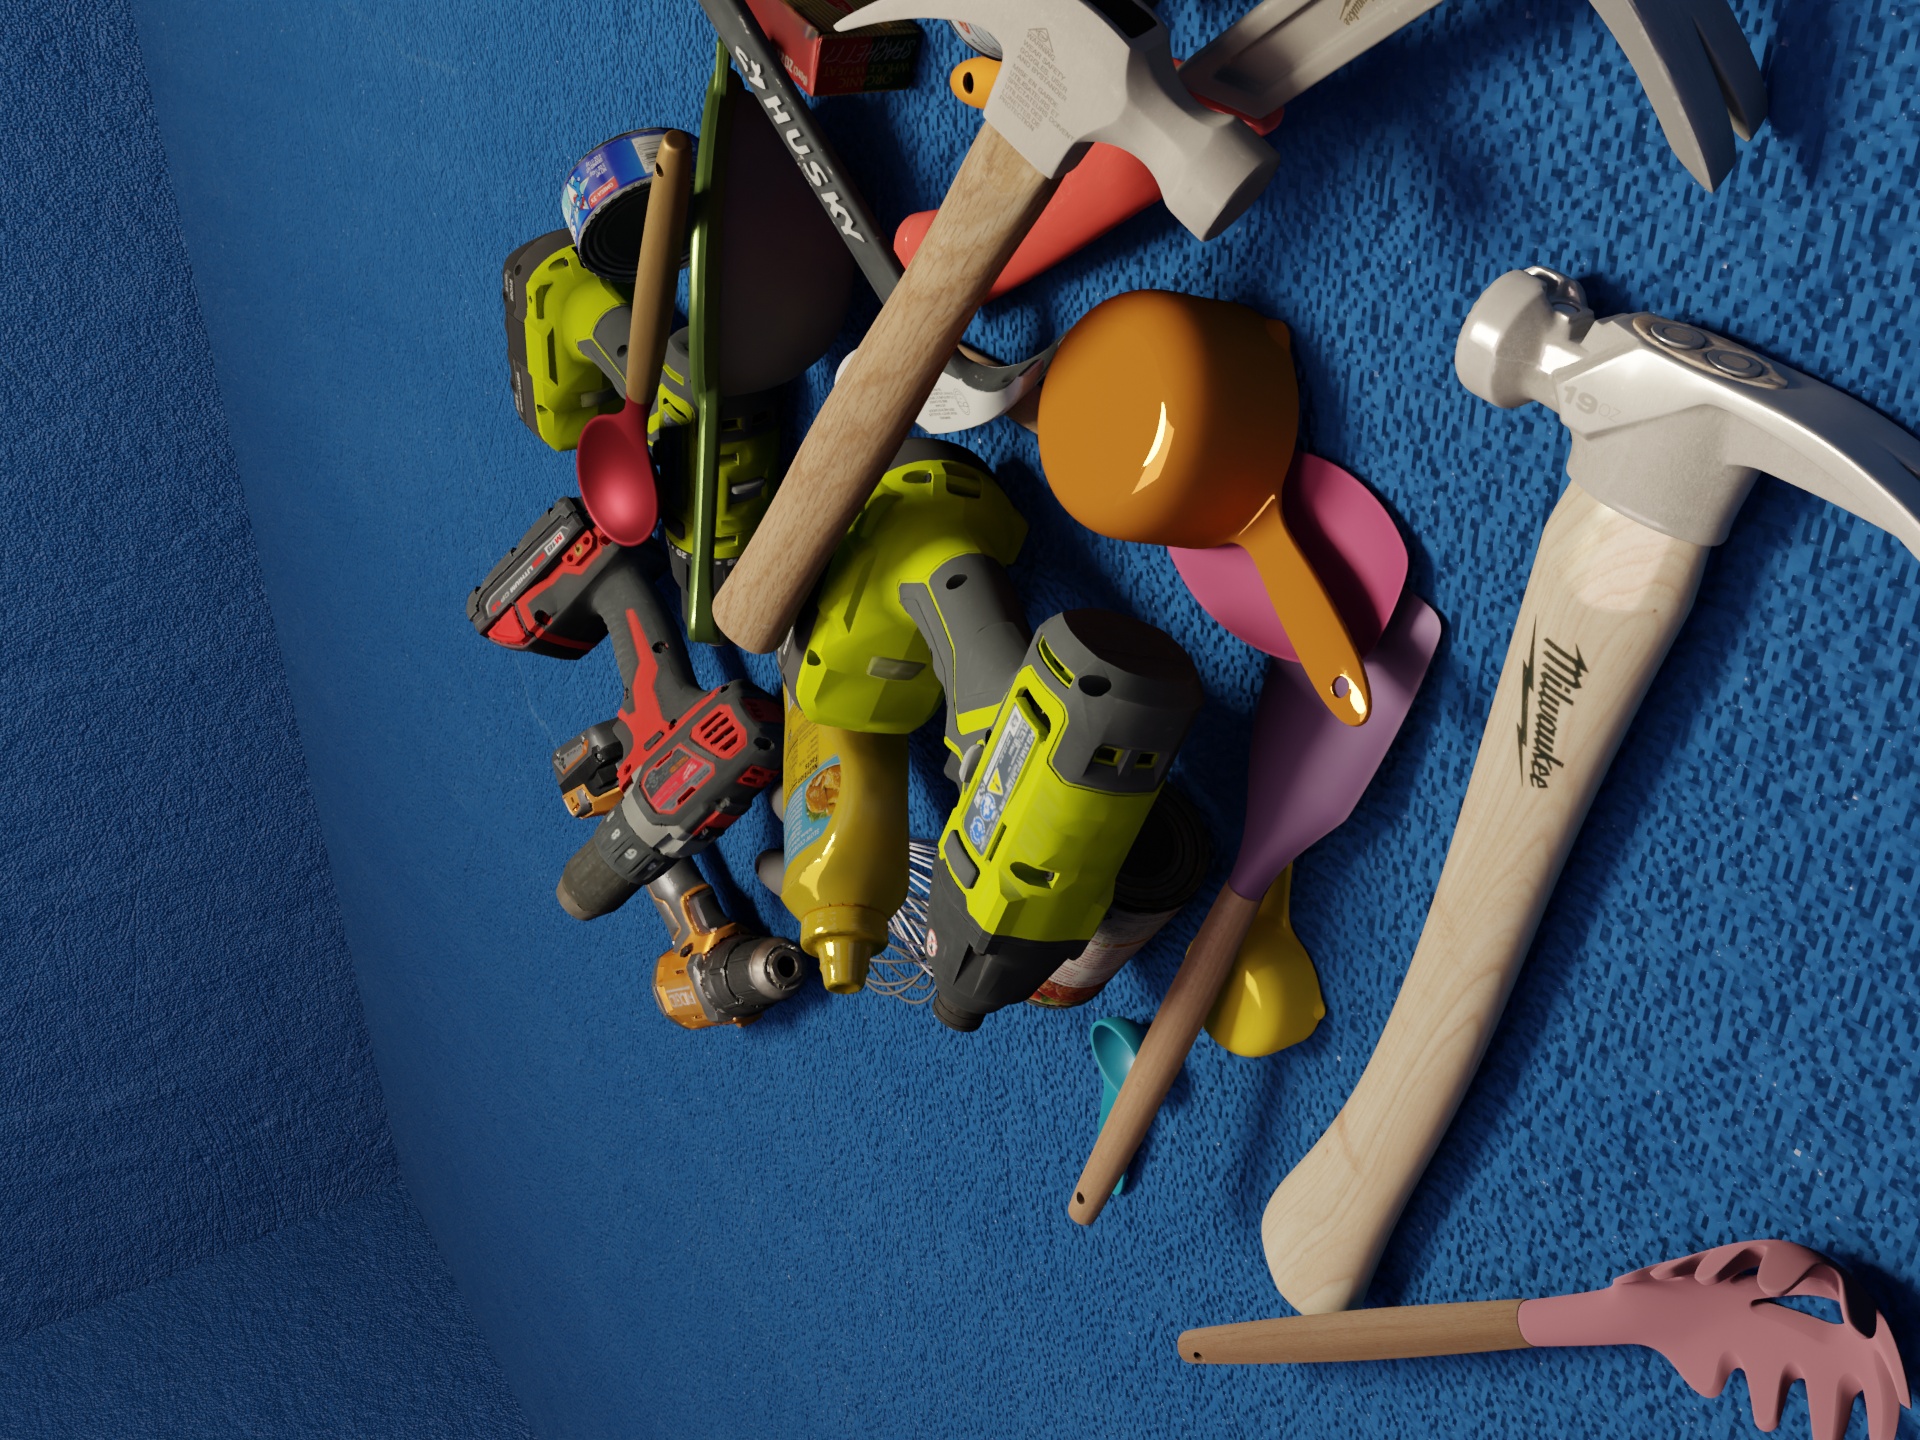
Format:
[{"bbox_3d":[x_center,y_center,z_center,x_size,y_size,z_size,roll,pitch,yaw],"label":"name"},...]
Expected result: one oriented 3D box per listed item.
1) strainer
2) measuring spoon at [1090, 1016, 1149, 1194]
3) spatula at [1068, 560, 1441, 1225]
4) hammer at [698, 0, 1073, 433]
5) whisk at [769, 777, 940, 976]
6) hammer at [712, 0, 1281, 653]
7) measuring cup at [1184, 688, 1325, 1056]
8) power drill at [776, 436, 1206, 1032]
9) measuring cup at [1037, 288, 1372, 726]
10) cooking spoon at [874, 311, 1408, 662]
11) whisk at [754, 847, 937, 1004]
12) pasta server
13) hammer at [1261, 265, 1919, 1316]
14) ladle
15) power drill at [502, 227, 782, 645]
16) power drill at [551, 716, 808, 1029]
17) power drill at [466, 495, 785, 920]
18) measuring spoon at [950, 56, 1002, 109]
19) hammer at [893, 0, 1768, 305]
[{"bbox_3d":[-0.084,-0.161,0.717,0.151,0.069,0.256,139,134,-83],"label":"strainer"},{"bbox_3d":[0.080,0.183,0.749,0.042,0.021,0.128,46,150,39],"label":"measuring spoon"},{"bbox_3d":[0.097,0.082,0.604,0.060,0.018,0.315,48,130,41],"label":"spatula"},{"bbox_3d":[-0.093,-0.267,0.547,0.149,0.036,0.408,17,148,54],"label":"hammer"},{"bbox_3d":[-0.041,0.072,0.853,0.285,0.070,0.070,24,126,59],"label":"whisk"},{"bbox_3d":[-0.028,-0.121,0.562,0.130,0.031,0.331,46,142,3],"label":"hammer"},{"bbox_3d":[0.110,0.062,0.610,0.062,0.029,0.156,31,132,49],"label":"measuring cup"},{"bbox_3d":[-0.001,-0.002,0.635,0.171,0.080,0.223,-67,32,27],"label":"power drill"},{"bbox_3d":[0.081,-0.070,0.529,0.095,0.052,0.174,-50,51,40],"label":"measuring cup"},{"bbox_3d":[0.053,-0.110,0.624,0.319,0.017,0.068,40,119,44],"label":"cooking spoon"},{"bbox_3d":[-0.070,0.111,0.929,0.239,0.055,0.055,18,121,60],"label":"whisk"},{"bbox_3d":[0.173,0.215,0.549,0.060,0.040,0.316,55,142,-1],"label":"pasta server"},{"bbox_3d":[0.172,0.076,0.511,0.146,0.038,0.410,44,140,38],"label":"hammer"},{"bbox_3d":[-0.149,-0.169,0.746,0.069,0.031,0.315,54,156,7],"label":"ladle"},{"bbox_3d":[-0.181,-0.169,0.928,0.229,0.080,0.190,45,142,35],"label":"power drill"},{"bbox_3d":[-0.186,0.102,1.084,0.185,0.084,0.226,-22,90,58],"label":"power drill"},{"bbox_3d":[-0.219,-0.006,0.995,0.188,0.080,0.227,-43,67,17],"label":"power drill"},{"bbox_3d":[0.027,-0.241,0.604,0.117,0.011,0.021,31,131,49],"label":"measuring spoon"},{"bbox_3d":[0.069,-0.181,0.513,0.149,0.037,0.359,44,163,-16],"label":"hammer"}]
